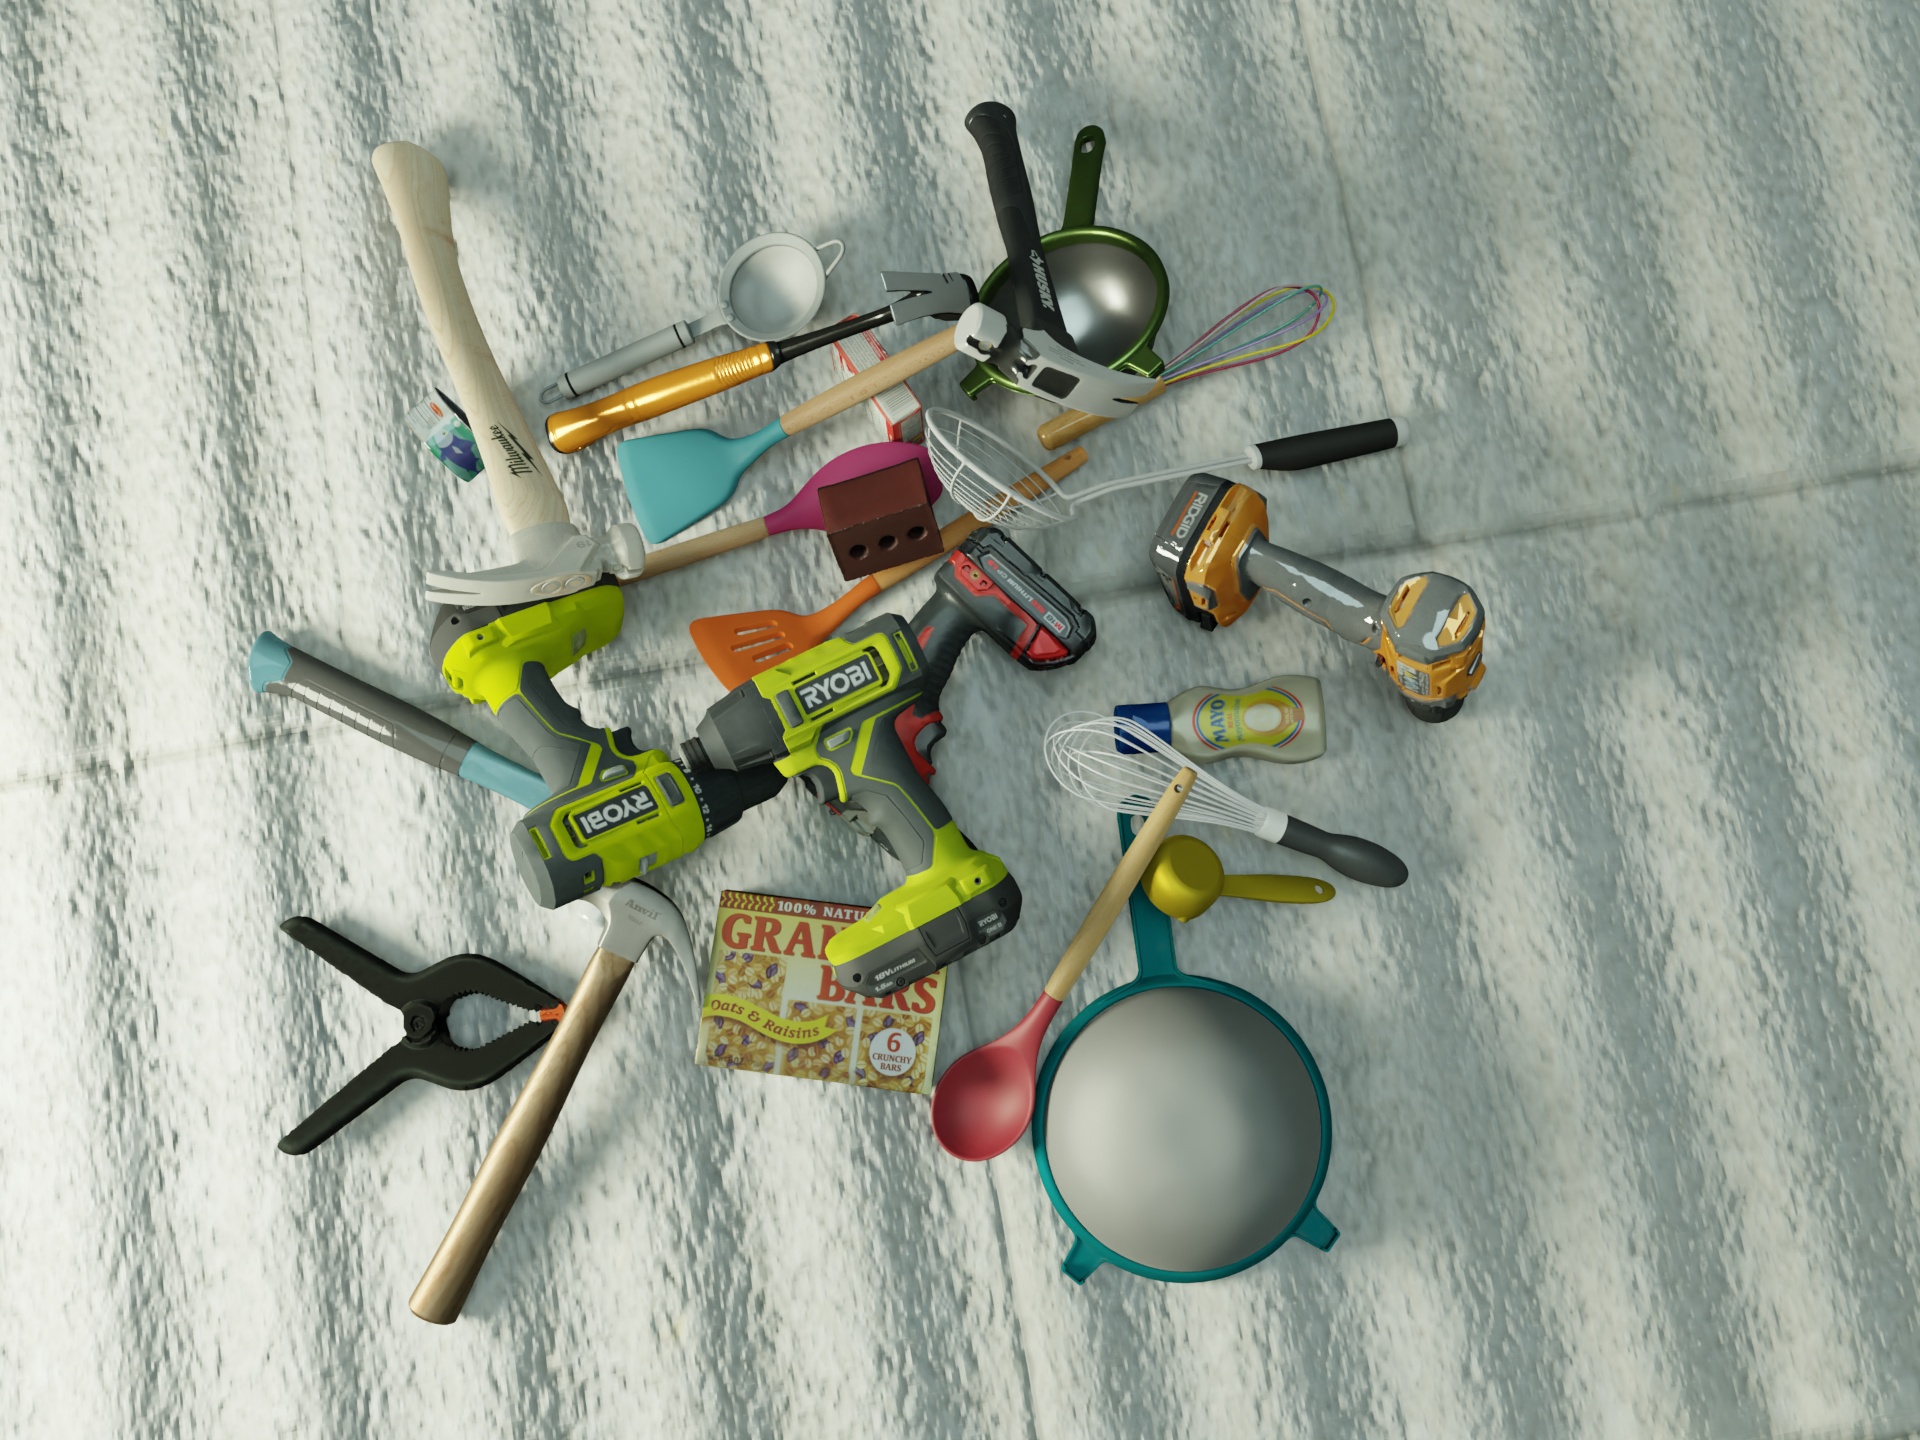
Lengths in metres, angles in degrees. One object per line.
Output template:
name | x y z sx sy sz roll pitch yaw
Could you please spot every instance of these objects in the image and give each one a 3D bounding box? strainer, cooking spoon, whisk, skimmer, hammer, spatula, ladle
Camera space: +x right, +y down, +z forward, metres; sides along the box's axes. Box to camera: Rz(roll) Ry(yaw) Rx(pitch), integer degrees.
strainer | 0.147 0.216 1.087 0.211 0.095 0.340 -7 82 -1
cooking spoon | -0.167 -0.135 1.174 0.319 0.017 0.068 -18 119 2
strainer | 0.093 -0.333 1.197 0.151 0.069 0.257 -2 62 21
whisk | 0.189 0.061 1.117 0.284 0.070 0.070 21 82 -10
skimmer | 0.155 -0.204 1.142 0.363 0.090 0.127 -12 36 -9
hammer | -0.369 0.023 1.153 0.331 0.033 0.128 25 83 4
hammer | -0.287 0.263 1.097 0.130 0.031 0.331 27 89 -13
hammer | -0.157 -0.246 1.111 0.337 0.127 0.034 -13 99 25
spatula | -0.110 -0.219 1.135 0.317 0.044 0.082 -21 86 30
hammer | -0.362 -0.260 1.141 0.146 0.038 0.411 -14 65 -28
hammer | 0.048 -0.339 1.123 0.146 0.035 0.335 19 42 -28
strainer | -0.201 -0.295 1.199 0.258 0.050 0.087 -23 76 3
spatula | -0.043 -0.119 1.168 0.322 0.041 0.081 -33 57 -6
ladle | 0.076 0.167 1.091 0.069 0.031 0.315 33 99 14
whisk | 0.170 -0.264 1.190 0.245 0.051 0.047 -27 88 -1

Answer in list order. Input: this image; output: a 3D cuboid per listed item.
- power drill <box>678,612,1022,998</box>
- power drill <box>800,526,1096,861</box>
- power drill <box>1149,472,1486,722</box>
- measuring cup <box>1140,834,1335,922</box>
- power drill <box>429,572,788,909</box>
power drill | -0.070 0.062 1.057 0.171 0.080 0.223 -27 93 -8
power drill | -0.002 -0.004 1.134 0.188 0.080 0.226 43 87 1
power drill | 0.257 -0.075 1.114 0.226 0.185 0.084 27 82 24
measuring cup | 0.201 0.110 1.111 0.156 0.029 0.062 6 57 -20
power drill | -0.245 0.000 1.098 0.190 0.080 0.229 -24 67 -26
